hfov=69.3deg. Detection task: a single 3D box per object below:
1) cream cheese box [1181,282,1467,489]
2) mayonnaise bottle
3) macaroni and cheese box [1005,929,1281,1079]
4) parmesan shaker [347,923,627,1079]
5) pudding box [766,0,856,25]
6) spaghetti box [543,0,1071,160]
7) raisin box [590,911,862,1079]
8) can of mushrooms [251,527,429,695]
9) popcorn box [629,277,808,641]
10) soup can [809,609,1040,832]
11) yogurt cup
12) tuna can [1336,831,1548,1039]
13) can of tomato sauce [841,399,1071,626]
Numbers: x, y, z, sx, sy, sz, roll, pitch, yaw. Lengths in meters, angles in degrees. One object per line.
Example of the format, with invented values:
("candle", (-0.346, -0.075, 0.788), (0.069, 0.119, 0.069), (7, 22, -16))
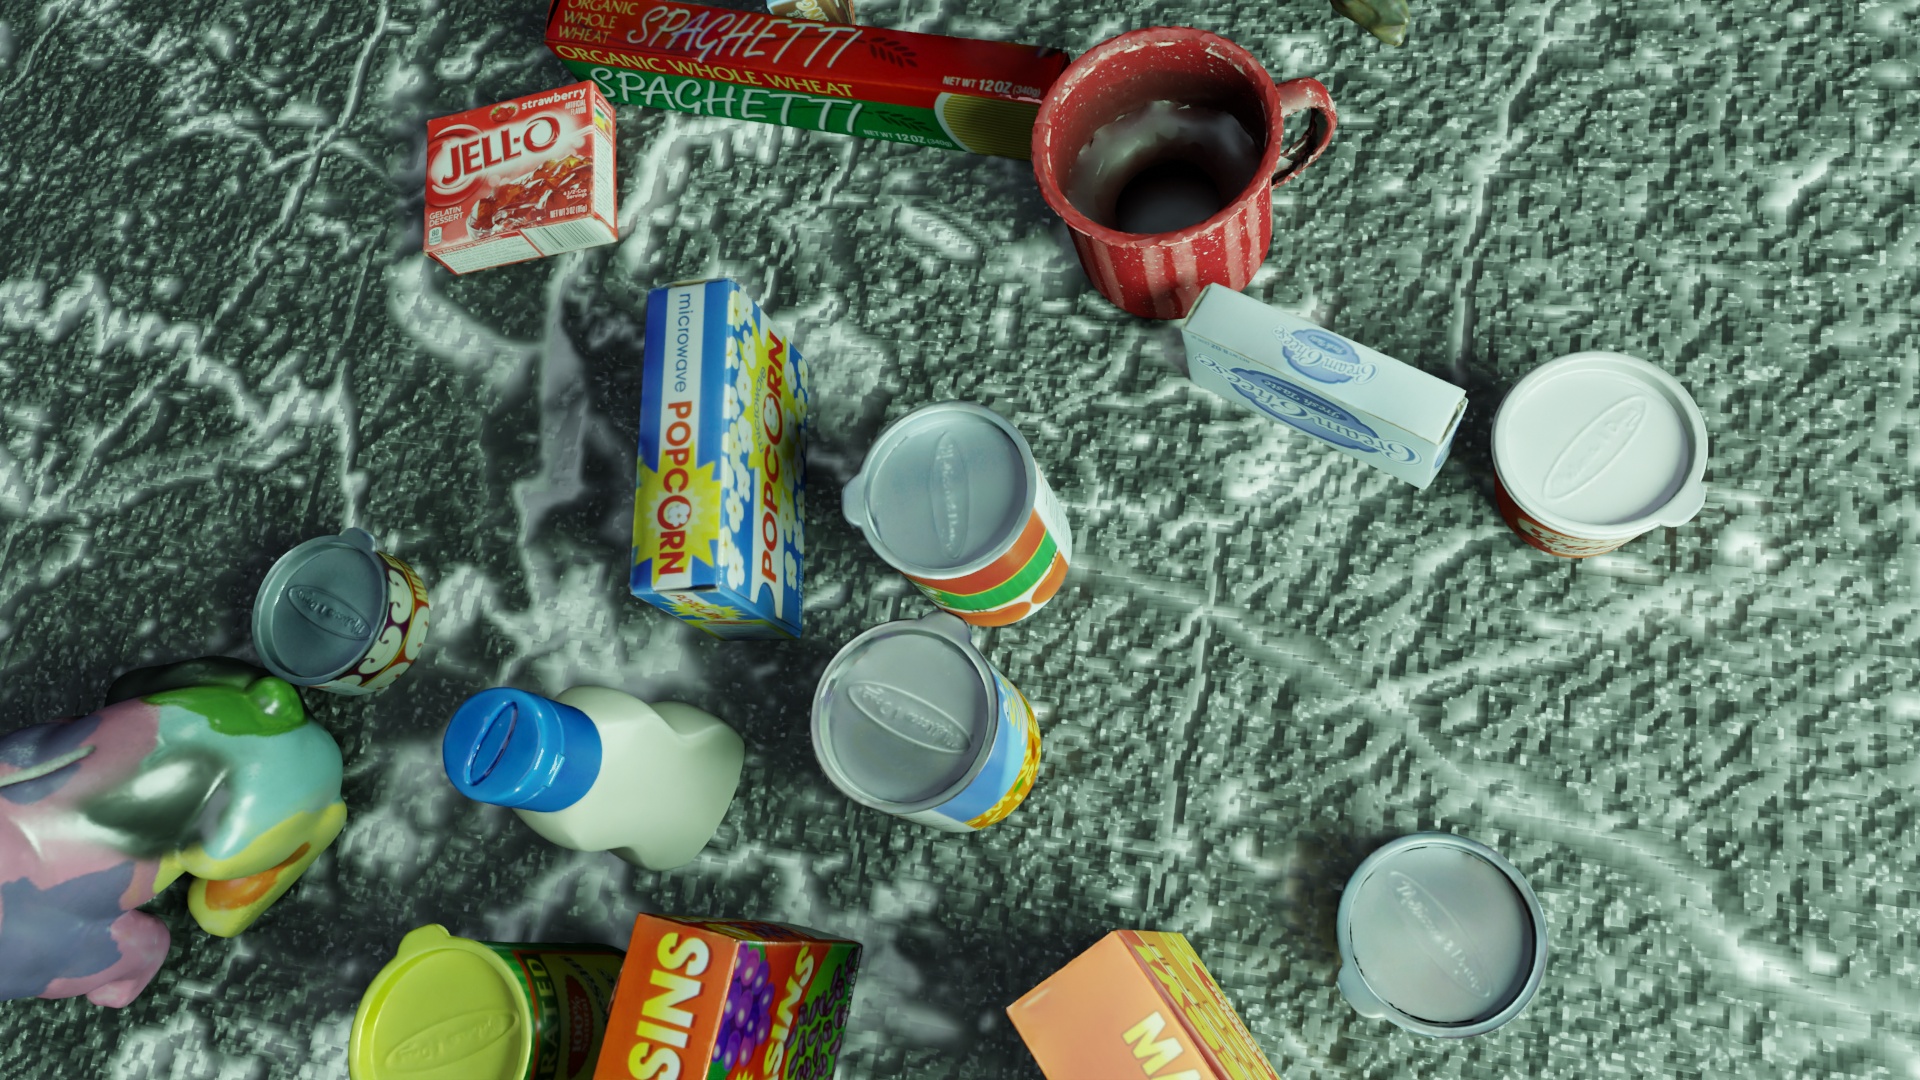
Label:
("cream cheese box", (0.136, -0.058, 0.524), (0.104, 0.053, 0.024), (28, 82, 20))
("mayonnaise bottle", (-0.127, 0.082, 0.496), (0.041, 0.148, 0.065), (22, 80, 19))
("macaroni and cheese box", (0.078, 0.176, 0.406), (0.040, 0.166, 0.124), (-36, 69, 2))
("parmesan shaker", (-0.158, 0.175, 0.499), (0.071, 0.103, 0.071), (-4, 73, 13))
("pudding box", (-0.072, -0.268, 0.642), (0.030, 0.049, 0.084), (-13, 71, 10))
("spaghetti box", (-0.070, -0.209, 0.623), (0.250, 0.050, 0.029), (13, 77, 17))
("raisin box", (-0.078, 0.173, 0.469), (0.040, 0.123, 0.086), (10, 76, 17))
("can of mushrooms", (-0.269, 0.031, 0.607), (0.071, 0.033, 0.071), (-4, 73, 13))
("popcorn box", (-0.093, -0.030, 0.555), (0.038, 0.085, 0.127), (-5, 73, 13))
("soup can", (-0.008, 0.068, 0.505), (0.071, 0.083, 0.071), (-4, 73, 13))
("yogurt cup", (0.222, -0.027, 0.493), (0.072, 0.054, 0.072), (-4, 73, 13))
("tuna can", (0.159, 0.135, 0.470), (0.071, 0.032, 0.071), (-4, 73, 13))
("can of tomato sauce", (0.002, -0.007, 0.526), (0.071, 0.083, 0.071), (-4, 73, 13))
